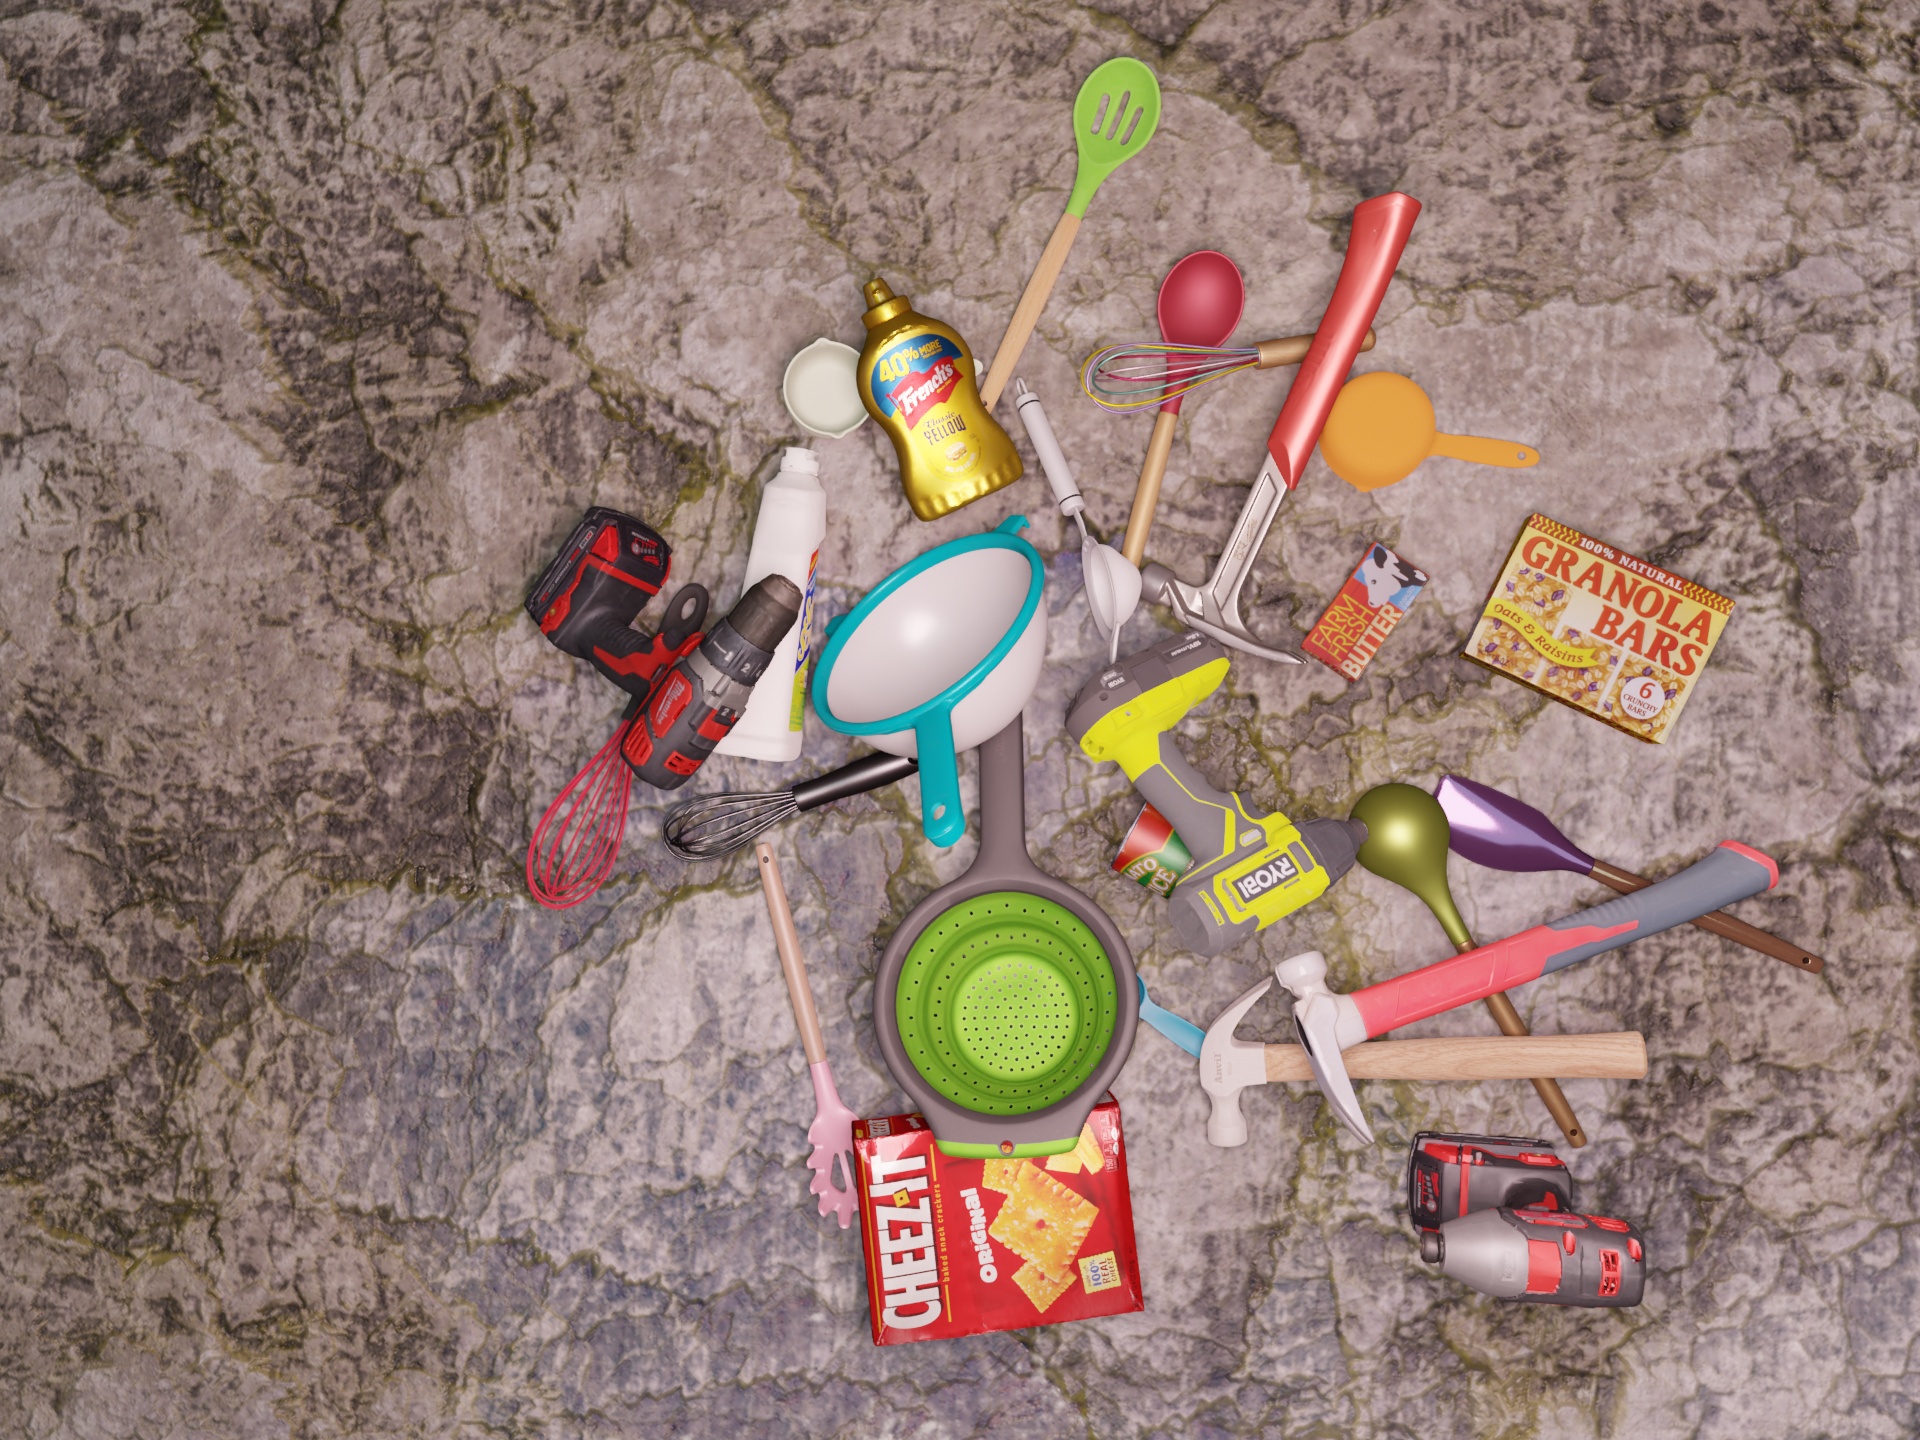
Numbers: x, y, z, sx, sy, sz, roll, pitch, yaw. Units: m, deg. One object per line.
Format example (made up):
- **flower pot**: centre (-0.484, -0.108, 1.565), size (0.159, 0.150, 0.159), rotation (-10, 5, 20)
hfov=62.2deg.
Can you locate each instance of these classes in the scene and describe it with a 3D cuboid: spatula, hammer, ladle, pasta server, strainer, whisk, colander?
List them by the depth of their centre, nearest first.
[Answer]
- **hammer**: centre (0.440, 0.187, 1.191), size (0.386, 0.038, 0.143), rotation (-18, 74, -6)
- **strainer**: centre (-0.002, -0.004, 1.194), size (0.211, 0.341, 0.095), rotation (-28, 125, 16)
- **hammer**: centre (0.271, -0.226, 1.227), size (0.149, 0.036, 0.359), rotation (28, 104, 18)
- **hammer**: centre (0.352, 0.260, 1.229), size (0.331, 0.031, 0.130), rotation (-4, 94, 13)
- **spatula**: centre (0.516, 0.127, 1.243), size (0.316, 0.018, 0.060), rotation (23, 95, 8)
- **ladle**: centre (0.405, 0.193, 1.249), size (0.078, 0.062, 0.320), rotation (-30, 92, 9)
- **whisk**: centre (0.212, -0.288, 1.254), size (0.245, 0.051, 0.047), rotation (-11, 48, -10)
- **colander**: centre (0.038, 0.149, 1.275), size (0.204, 0.094, 0.397), rotation (-3, 70, 7)
- **strainer**: centre (0.095, -0.167, 1.278), size (0.050, 0.086, 0.259), rotation (-19, 75, -10)
- **ladle**: centre (0.164, -0.223, 1.291), size (0.069, 0.031, 0.315), rotation (15, 92, 3)
- **pasta server**: centre (-0.124, 0.255, 1.307), size (0.060, 0.040, 0.316), rotation (-14, 86, -6)
- **whisk**: centre (-0.134, 0.061, 1.311), size (0.239, 0.055, 0.055), rotation (-19, 86, 2)
- **whisk**: centre (-0.280, 0.020, 1.324), size (0.073, 0.073, 0.296), rotation (24, 85, 7)

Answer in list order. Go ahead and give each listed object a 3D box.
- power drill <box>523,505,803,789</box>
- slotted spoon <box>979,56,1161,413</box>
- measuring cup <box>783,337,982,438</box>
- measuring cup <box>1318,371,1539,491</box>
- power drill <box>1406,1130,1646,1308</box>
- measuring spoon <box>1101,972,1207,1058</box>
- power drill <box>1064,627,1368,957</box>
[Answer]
- **power drill**: centre (-0.230, -0.078, 1.250), size (0.188, 0.080, 0.227), rotation (-51, 54, 10)
- **slotted spoon**: centre (0.079, -0.390, 1.305), size (0.070, 0.031, 0.314), rotation (25, 93, 7)
- **measuring cup**: centre (-0.065, -0.279, 1.320), size (0.167, 0.038, 0.083), rotation (-11, 91, -10)
- **measuring cup**: centre (0.371, -0.224, 1.251), size (0.173, 0.052, 0.095), rotation (11, 90, 9)
- **power drill**: centre (0.392, 0.362, 1.150), size (0.143, 0.219, 0.078), rotation (2, 89, 7)
- **measuring spoon**: centre (0.165, 0.242, 1.286), size (0.128, 0.021, 0.042), rotation (33, 93, -3)
- **power drill**: centre (0.196, 0.049, 1.218), size (0.171, 0.080, 0.223), rotation (-25, 72, -23)
